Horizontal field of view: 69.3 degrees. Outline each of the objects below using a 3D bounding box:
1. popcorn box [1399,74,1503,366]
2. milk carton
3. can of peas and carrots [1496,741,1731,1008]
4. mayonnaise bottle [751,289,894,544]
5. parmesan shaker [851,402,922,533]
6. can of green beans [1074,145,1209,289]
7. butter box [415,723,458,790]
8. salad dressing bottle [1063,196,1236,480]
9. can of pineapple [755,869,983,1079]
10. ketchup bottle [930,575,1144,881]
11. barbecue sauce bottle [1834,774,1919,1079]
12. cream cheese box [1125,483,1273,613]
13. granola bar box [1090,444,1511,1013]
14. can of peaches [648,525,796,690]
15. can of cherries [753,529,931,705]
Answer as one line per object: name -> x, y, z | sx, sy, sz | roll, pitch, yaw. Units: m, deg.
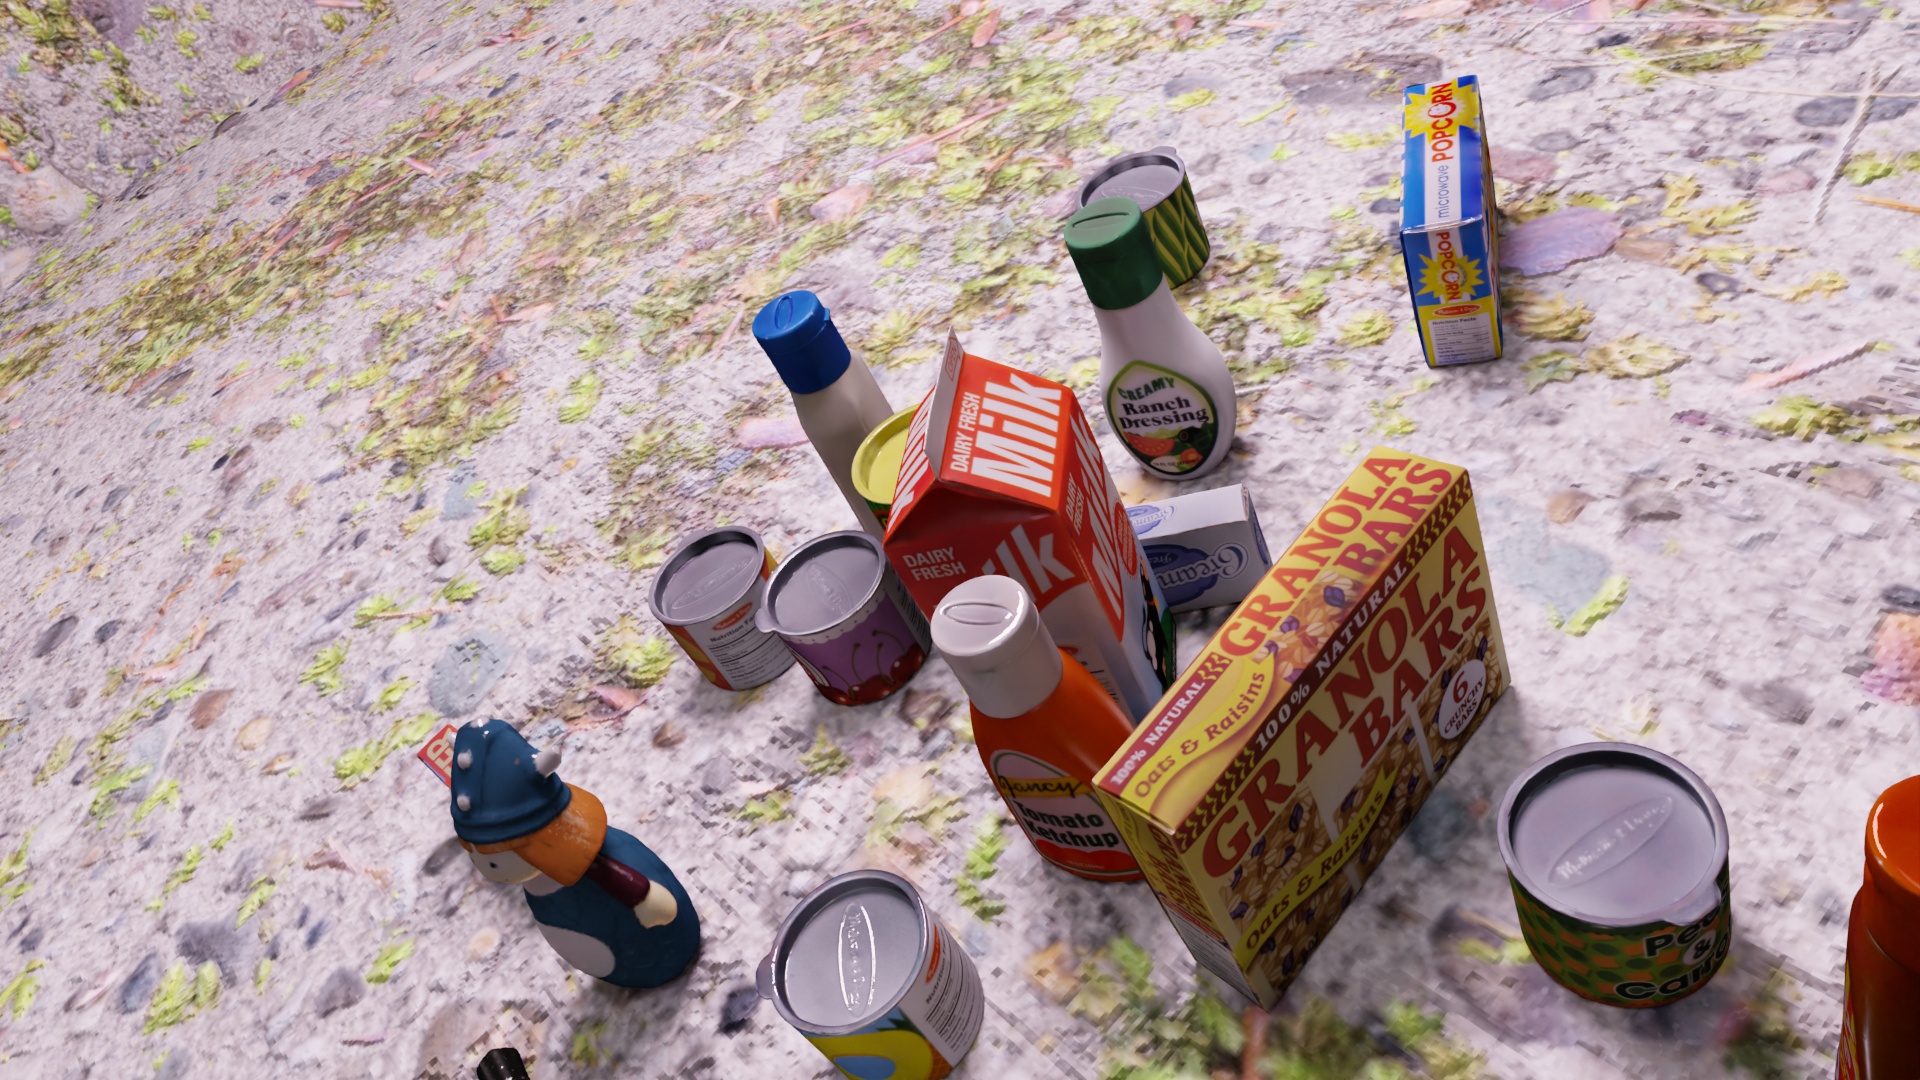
popcorn box -> 0.244, -0.160, 0.689 | 0.038, 0.085, 0.127 | -6, 45, 25
milk carton -> 0.027, 0.007, 0.562 | 0.073, 0.189, 0.073 | -11, 44, 21
can of peas and carrots -> 0.214, 0.110, 0.449 | 0.071, 0.058, 0.071 | -16, 42, 15
mayonnaise bottle -> -0.057, -0.061, 0.713 | 0.041, 0.147, 0.065 | -18, 41, 13
parmesan shaker -> 0.002, -0.008, 0.659 | 0.071, 0.102, 0.072 | -16, 42, 15
can of green beans -> 0.108, -0.186, 0.816 | 0.071, 0.057, 0.071 | -16, 42, 15
butter box -> -0.224, 0.131, 0.684 | 0.103, 0.053, 0.024 | 23, 62, 43
salad dressing bottle -> 0.089, -0.094, 0.663 | 0.064, 0.147, 0.044 | -4, 46, 27
can of pineapple -> -0.033, 0.169, 0.531 | 0.071, 0.057, 0.071 | -16, 42, 15
ketchup bottle -> 0.034, 0.073, 0.522 | 0.064, 0.148, 0.044 | 2, 49, 32
barbecue sauce bottle -> 0.250, 0.114, 0.354 | 0.043, 0.148, 0.065 | 5, 51, 34
cream cheese box -> 0.086, 0.010, 0.631 | 0.103, 0.053, 0.024 | -12, 43, 20
granola bar box -> 0.128, 0.066, 0.494 | 0.039, 0.123, 0.166 | 25, 63, 44
can of peaches -> -0.119, 0.034, 0.720 | 0.071, 0.057, 0.071 | -16, 42, 15
can of cherries -> -0.057, 0.039, 0.679 | 0.071, 0.058, 0.072 | -16, 42, 15
